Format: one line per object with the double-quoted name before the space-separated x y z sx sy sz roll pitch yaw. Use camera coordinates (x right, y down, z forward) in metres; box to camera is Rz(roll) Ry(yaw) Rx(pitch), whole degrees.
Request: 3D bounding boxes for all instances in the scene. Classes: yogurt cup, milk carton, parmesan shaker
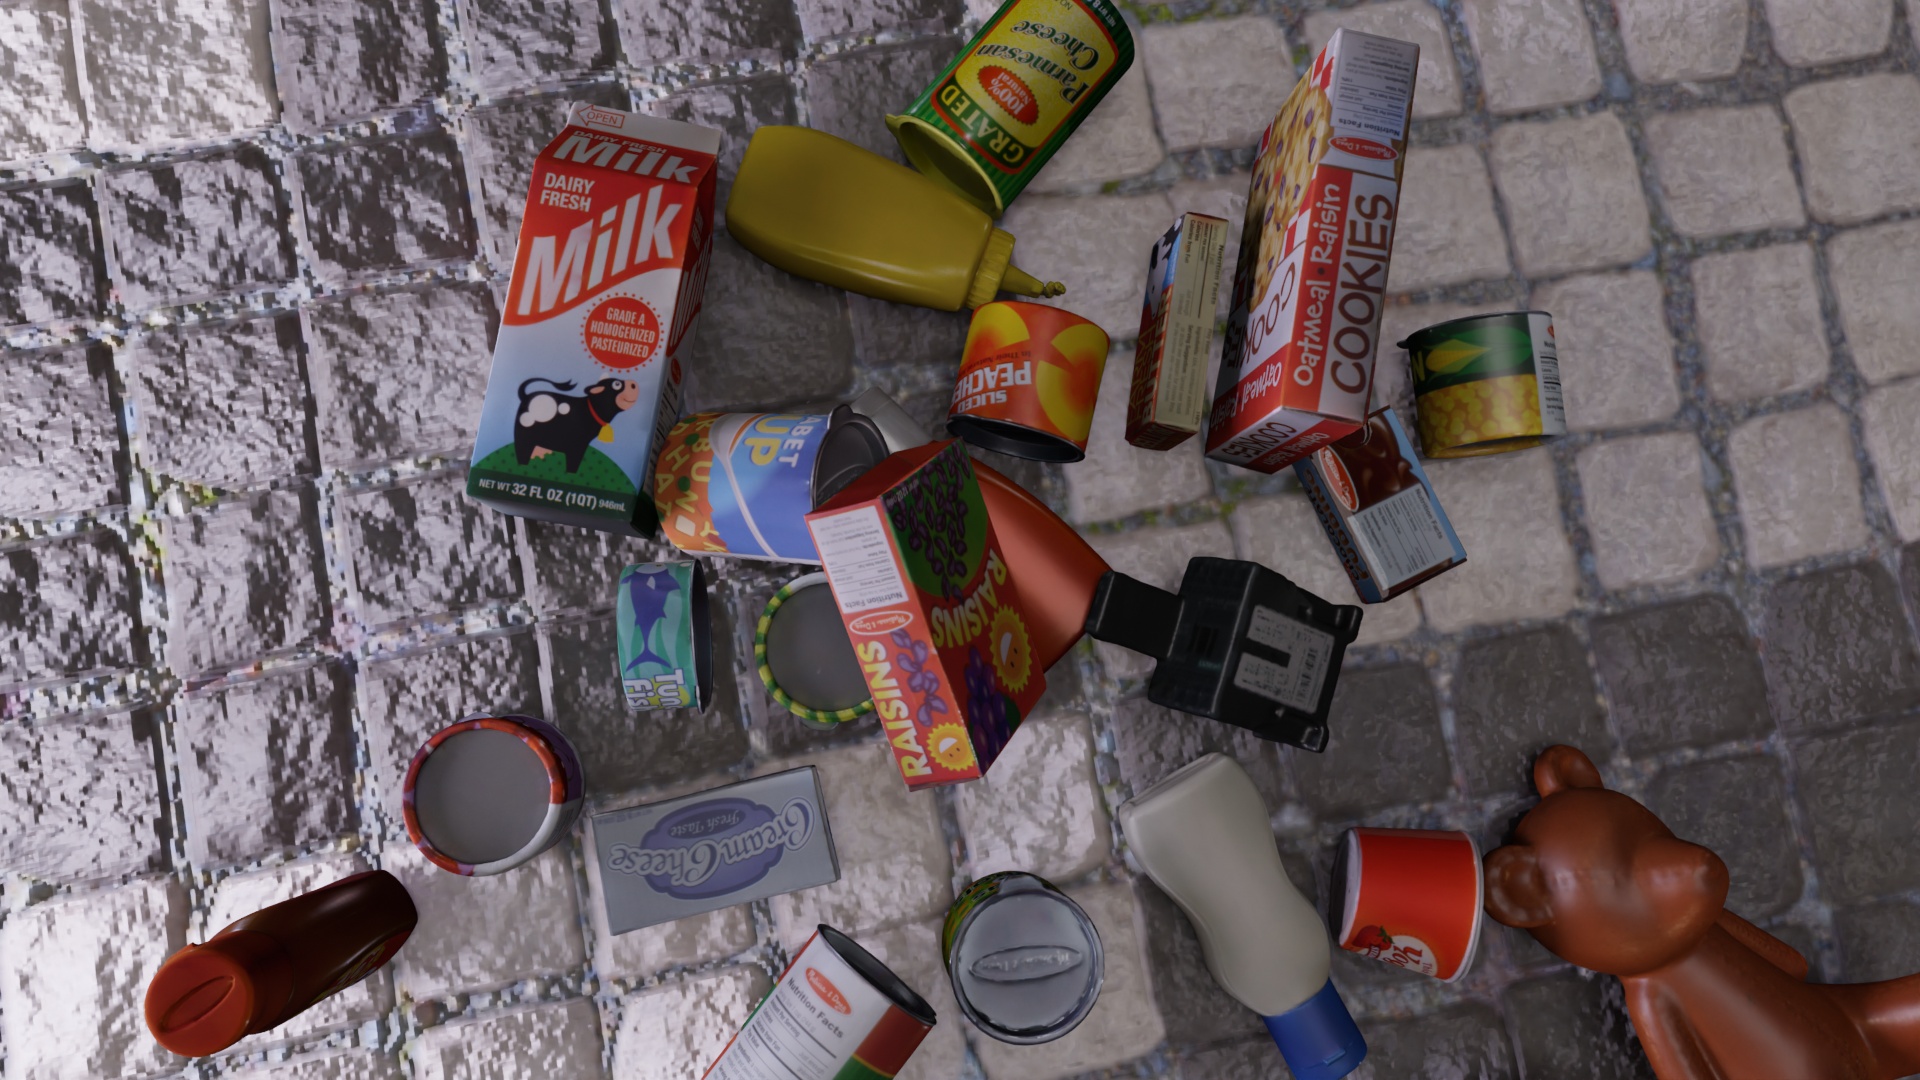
"yogurt cup" 0.200 0.162 0.631 0.054 0.072 0.072 9 83 4
"milk carton" -0.159 -0.102 0.623 0.072 0.073 0.190 11 82 -4
"parmesan shaker" 0.024 -0.213 0.656 0.071 0.071 0.103 40 82 0

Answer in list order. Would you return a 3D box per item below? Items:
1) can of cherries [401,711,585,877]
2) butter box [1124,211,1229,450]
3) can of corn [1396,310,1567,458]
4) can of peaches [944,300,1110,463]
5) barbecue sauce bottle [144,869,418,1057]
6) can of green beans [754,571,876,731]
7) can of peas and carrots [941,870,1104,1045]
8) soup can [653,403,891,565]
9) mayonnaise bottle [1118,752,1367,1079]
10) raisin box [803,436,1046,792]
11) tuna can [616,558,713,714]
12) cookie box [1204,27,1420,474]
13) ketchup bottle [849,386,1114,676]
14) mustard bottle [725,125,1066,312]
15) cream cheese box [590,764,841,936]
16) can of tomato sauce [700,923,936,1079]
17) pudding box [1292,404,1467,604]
"can of cherries" -0.203 0.107 0.602 0.071 0.058 0.071 1 84 -5
"butter box" 0.101 -0.097 0.656 0.024 0.053 0.103 10 83 -7
"can of corn" 0.248 -0.072 0.661 0.071 0.071 0.058 -5 85 -6
"can of peaches" 0.030 -0.073 0.639 0.071 0.071 0.058 14 82 -3
"barbecue sauce bottle" -0.266 0.165 0.545 0.065 0.148 0.043 -35 87 -8
"can of green beans" -0.058 0.048 0.622 0.071 0.057 0.071 1 84 -5
"can of peas and carrots" 0.025 0.180 0.614 0.071 0.058 0.071 1 83 -5
"soup can" -0.082 -0.026 0.608 0.084 0.071 0.071 4 82 27
"mayonnaise bottle" 0.133 0.174 0.634 0.065 0.041 0.148 -29 88 -6
"raisin box" -0.011 0.029 0.581 0.040 0.086 0.123 -13 105 26
"tuna can" -0.129 0.044 0.611 0.033 0.071 0.071 -4 84 -4
"cookie box" 0.157 -0.123 0.629 0.040 0.123 0.167 11 83 -3
"ketchup bottle" 0.002 -0.008 0.641 0.149 0.043 0.064 44 93 1
"mustard bottle" -0.027 -0.141 0.652 0.160 0.048 0.065 21 83 -3
"cream cheese box" -0.110 0.138 0.624 0.104 0.024 0.053 -12 85 -6
"can of tomato sauce" -0.060 0.221 0.600 0.071 0.071 0.083 39 82 0
"pudding box" 0.200 -0.017 0.667 0.050 0.030 0.083 -26 86 -6
